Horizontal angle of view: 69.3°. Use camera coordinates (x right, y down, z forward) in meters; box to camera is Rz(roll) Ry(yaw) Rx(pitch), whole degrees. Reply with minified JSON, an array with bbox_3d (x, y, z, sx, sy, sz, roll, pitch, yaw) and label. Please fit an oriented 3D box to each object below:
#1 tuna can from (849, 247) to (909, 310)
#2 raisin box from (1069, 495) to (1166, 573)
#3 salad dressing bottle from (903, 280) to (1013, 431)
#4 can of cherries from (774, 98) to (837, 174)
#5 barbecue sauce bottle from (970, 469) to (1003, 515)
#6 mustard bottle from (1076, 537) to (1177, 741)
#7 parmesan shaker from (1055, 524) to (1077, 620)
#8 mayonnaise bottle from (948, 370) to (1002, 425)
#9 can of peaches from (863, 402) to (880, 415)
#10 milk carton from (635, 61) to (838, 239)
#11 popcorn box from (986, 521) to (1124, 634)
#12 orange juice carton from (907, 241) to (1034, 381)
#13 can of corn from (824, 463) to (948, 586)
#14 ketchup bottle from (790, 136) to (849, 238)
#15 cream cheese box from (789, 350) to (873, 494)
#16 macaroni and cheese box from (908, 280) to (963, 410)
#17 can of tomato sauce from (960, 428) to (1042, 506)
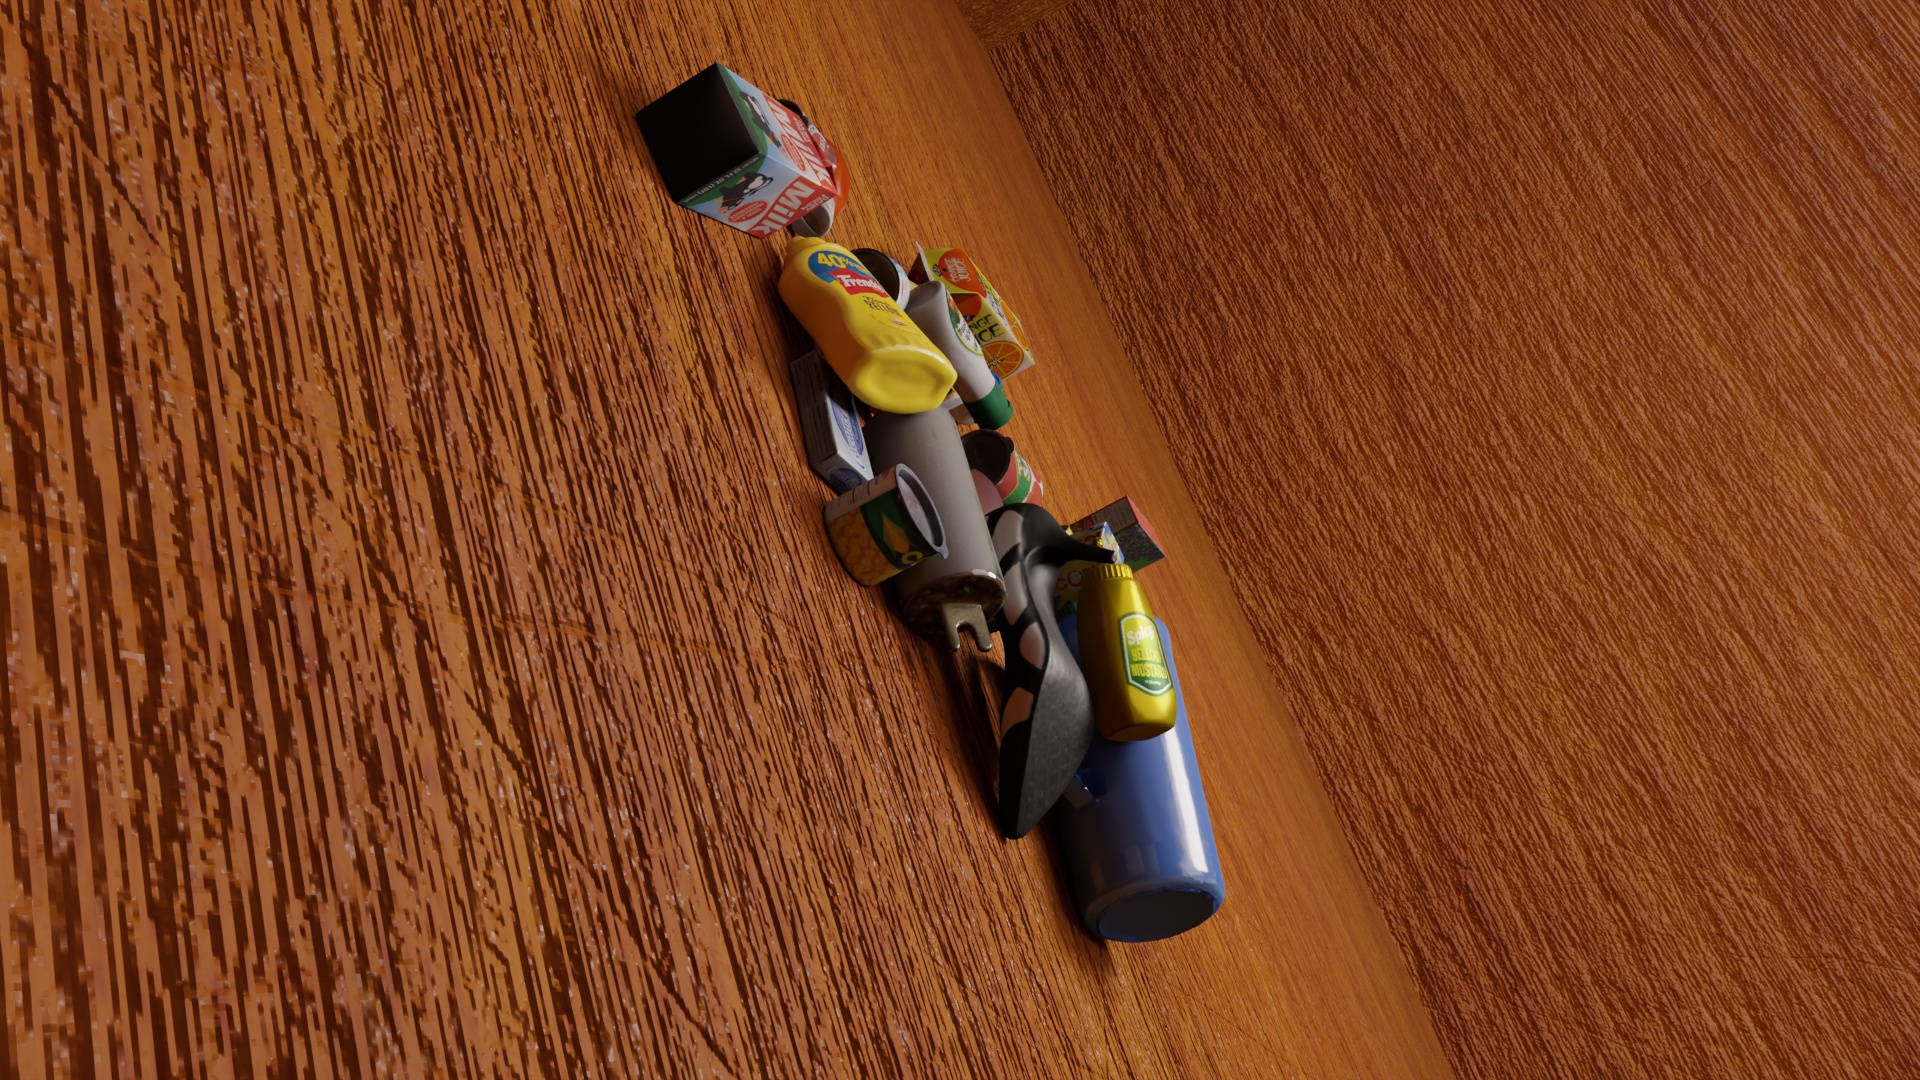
[{"bbox_3d":[-0.081,-0.215,1.187,0.071,0.071,0.033,65,13,6],"label":"tuna can"},{"bbox_3d":[0.137,0.014,1.417,0.086,0.123,0.040,43,23,-54],"label":"raisin box"},{"bbox_3d":[-0.001,-0.163,1.248,0.147,0.044,0.064,56,15,-34],"label":"salad dressing bottle"},{"bbox_3d":[-0.141,-0.318,1.141,0.058,0.071,0.072,43,25,-56],"label":"can of cherries"},{"bbox_3d":[0.004,-0.015,1.170,0.064,0.043,0.149,61,15,-10],"label":"barbecue sauce bottle"},{"bbox_3d":[0.118,0.069,1.046,0.065,0.048,0.161,8,62,-39],"label":"mustard bottle"},{"bbox_3d":[0.099,0.046,1.347,0.103,0.071,0.071,62,14,-9],"label":"parmesan shaker"},{"bbox_3d":[0.013,-0.158,1.453,0.064,0.041,0.148,61,15,-3],"label":"mayonnaise bottle"},{"bbox_3d":[-0.056,-0.136,1.121,0.058,0.071,0.071,49,20,-47],"label":"can of peaches"},{"bbox_3d":[-0.153,-0.280,1.030,0.073,0.072,0.191,64,14,5],"label":"milk carton"},{"bbox_3d":[0.067,0.032,1.140,0.085,0.126,0.038,-56,123,-74],"label":"popcorn box"},{"bbox_3d":[0.004,-0.249,1.516,0.192,0.073,0.072,42,25,-53],"label":"orange juice carton"},{"bbox_3d":[-0.050,-0.008,0.940,0.071,0.058,0.071,57,16,-25],"label":"can of corn"},{"bbox_3d":[-0.127,-0.310,1.230,0.064,0.043,0.149,54,17,-28],"label":"ketchup bottle"},{"bbox_3d":[-0.092,-0.082,0.993,0.053,0.024,0.104,43,24,-50],"label":"cream cheese box"},{"bbox_3d":[-0.050,-0.185,1.285,0.124,0.040,0.166,65,14,6],"label":"macaroni and cheese box"},{"bbox_3d":[0.033,-0.058,1.292,0.083,0.071,0.071,42,26,-56],"label":"can of tomato sauce"}]
